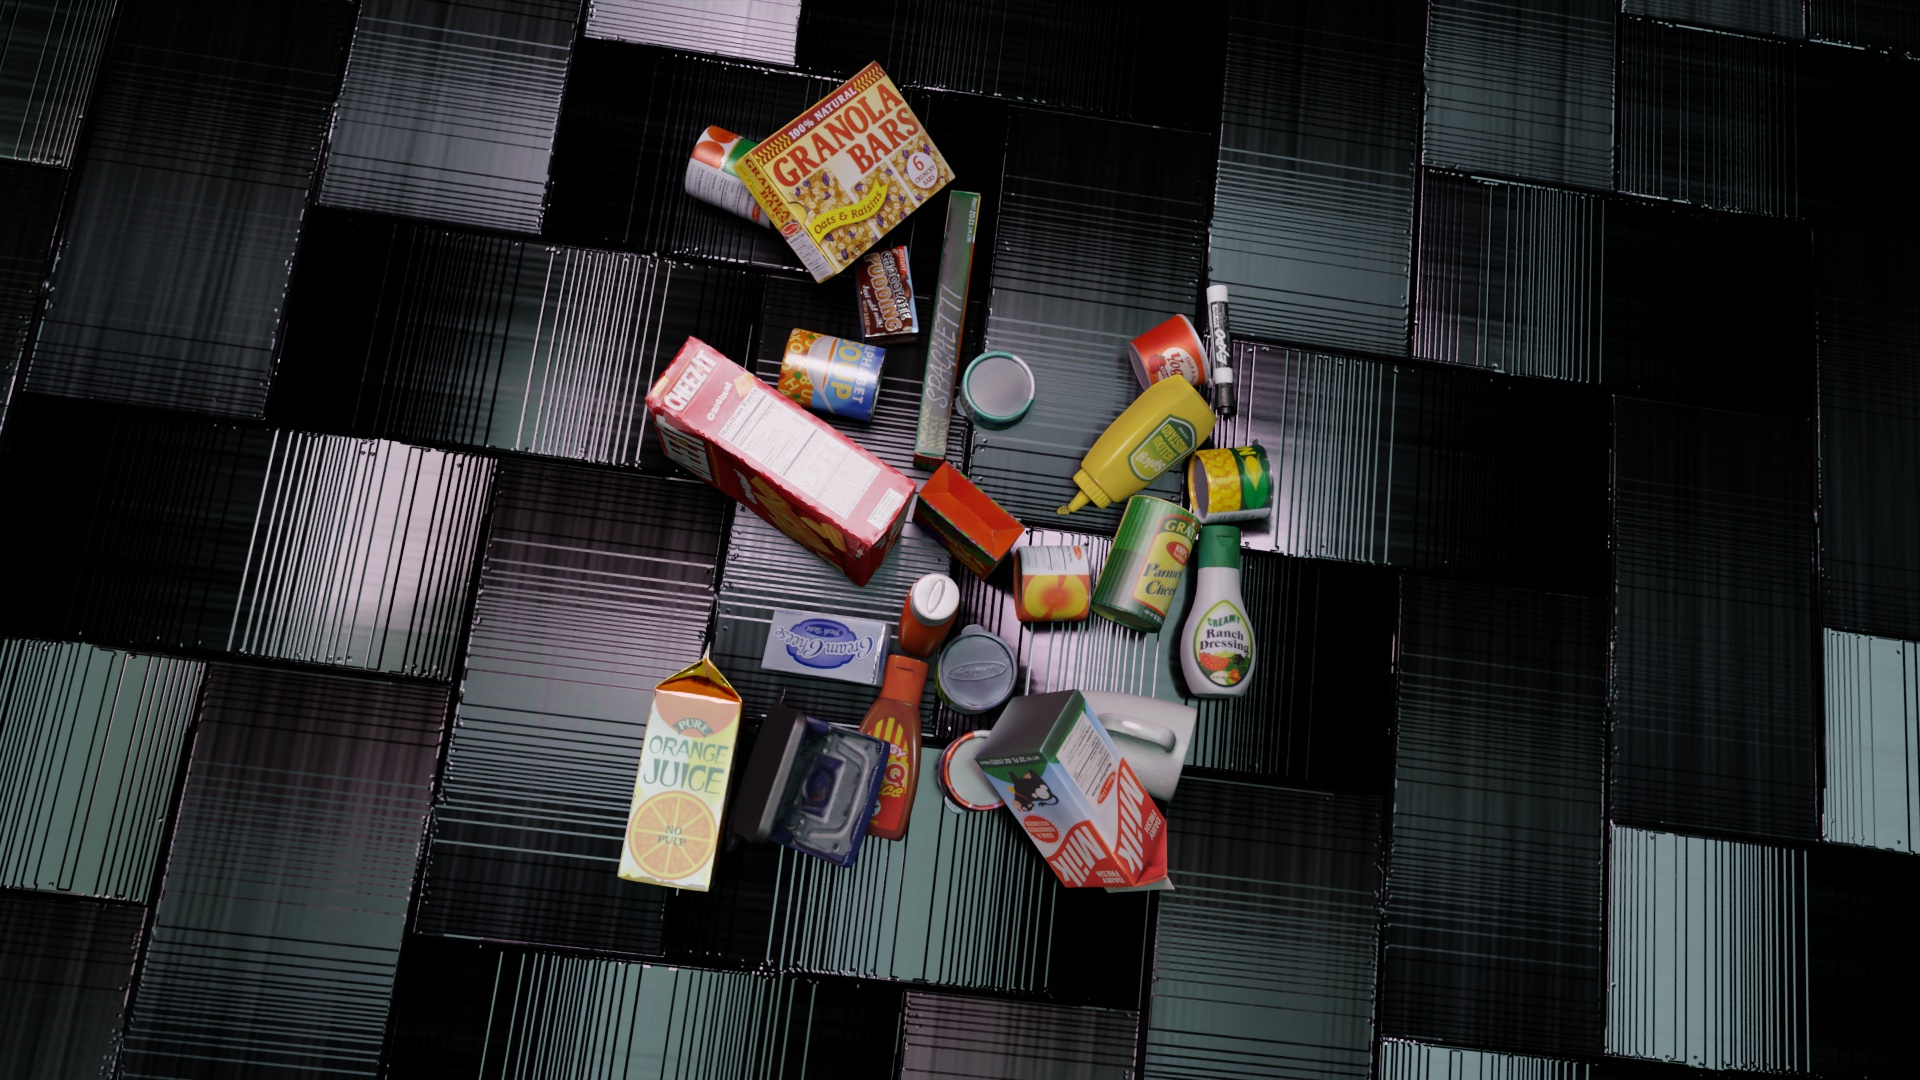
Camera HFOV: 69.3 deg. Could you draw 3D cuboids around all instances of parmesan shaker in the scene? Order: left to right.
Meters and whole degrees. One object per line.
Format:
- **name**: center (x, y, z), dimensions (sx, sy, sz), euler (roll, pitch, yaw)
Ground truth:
- **parmesan shaker**: center (0.161, 0.022, 1.200), dimensions (0.071, 0.071, 0.103), euler (22, 78, -1)

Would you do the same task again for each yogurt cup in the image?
- **yogurt cup**: center (0.185, -0.161, 1.240), dimensions (0.054, 0.072, 0.072), euler (-23, 82, -1)

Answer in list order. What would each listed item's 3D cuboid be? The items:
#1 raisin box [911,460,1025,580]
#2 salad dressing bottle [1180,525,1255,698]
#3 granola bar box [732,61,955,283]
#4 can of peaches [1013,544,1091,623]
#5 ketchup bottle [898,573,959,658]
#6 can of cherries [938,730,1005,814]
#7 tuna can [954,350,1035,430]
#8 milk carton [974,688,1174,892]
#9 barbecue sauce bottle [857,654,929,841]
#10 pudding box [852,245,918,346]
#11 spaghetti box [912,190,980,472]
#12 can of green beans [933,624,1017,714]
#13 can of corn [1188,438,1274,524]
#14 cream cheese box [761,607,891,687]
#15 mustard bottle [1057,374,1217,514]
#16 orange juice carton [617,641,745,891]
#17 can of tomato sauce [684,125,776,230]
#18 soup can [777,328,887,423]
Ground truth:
- **raisin box**: center (0.004, -0.015, 1.160), dimensions (0.086, 0.123, 0.040), euler (39, 80, 3)
- **salad dressing bottle**: center (0.224, 0.062, 1.208), dimensions (0.064, 0.044, 0.148), euler (4, 78, -6)
- **granola bar box**: center (-0.098, -0.322, 1.211), dimensions (0.166, 0.039, 0.124), euler (-46, 109, -29)
- **can of peaches**: center (0.077, 0.039, 1.187), dimensions (0.058, 0.071, 0.071), euler (0, 79, -6)
- **ketchup bottle**: center (-0.025, 0.057, 1.130), dimensions (0.043, 0.148, 0.065), euler (21, 78, 0)
- **can of cherries**: center (0.015, 0.194, 1.152), dimensions (0.071, 0.058, 0.071), euler (1, 78, -6)
- **tuna can**: center (0.030, -0.132, 1.233), dimensions (0.071, 0.032, 0.071), euler (1, 78, -6)
- **milk carton**: center (0.100, 0.216, 1.118), dimensions (0.190, 0.072, 0.074), euler (56, 45, -20)
- **barbecue sauce bottle**: center (-0.061, 0.171, 1.157), dimensions (0.065, 0.043, 0.149), euler (13, 77, 4)
- **pudding box**: center (-0.067, -0.218, 1.242), dimensions (0.050, 0.030, 0.084), euler (-6, 80, -8)
- **spaghetti box**: center (-0.012, -0.186, 1.231), dimensions (0.029, 0.050, 0.250), euler (8, 78, -2)
- **can of green beans**: center (0.012, 0.112, 1.169), dimensions (0.071, 0.057, 0.071), euler (1, 79, -5)
- **can of corn**: center (0.237, -0.052, 1.220), dimensions (0.058, 0.071, 0.071), euler (-6, 80, -6)
- **cream cheese box**: center (-0.112, 0.089, 1.161), dimensions (0.104, 0.024, 0.053), euler (7, 78, 18)
- **mustard bottle**: center (0.149, -0.073, 1.216), dimensions (0.160, 0.049, 0.065), euler (-43, 127, 7)
- **orange juice carton**: center (-0.220, 0.180, 1.125), dimensions (0.073, 0.071, 0.193), euler (10, 78, -4)
- **can of tomato sauce**: center (-0.192, -0.323, 1.233), dimensions (0.083, 0.071, 0.071), euler (23, 78, 0)
- **soup can**: center (-0.110, -0.144, 1.202), dimensions (0.084, 0.071, 0.071), euler (13, 78, -3)
